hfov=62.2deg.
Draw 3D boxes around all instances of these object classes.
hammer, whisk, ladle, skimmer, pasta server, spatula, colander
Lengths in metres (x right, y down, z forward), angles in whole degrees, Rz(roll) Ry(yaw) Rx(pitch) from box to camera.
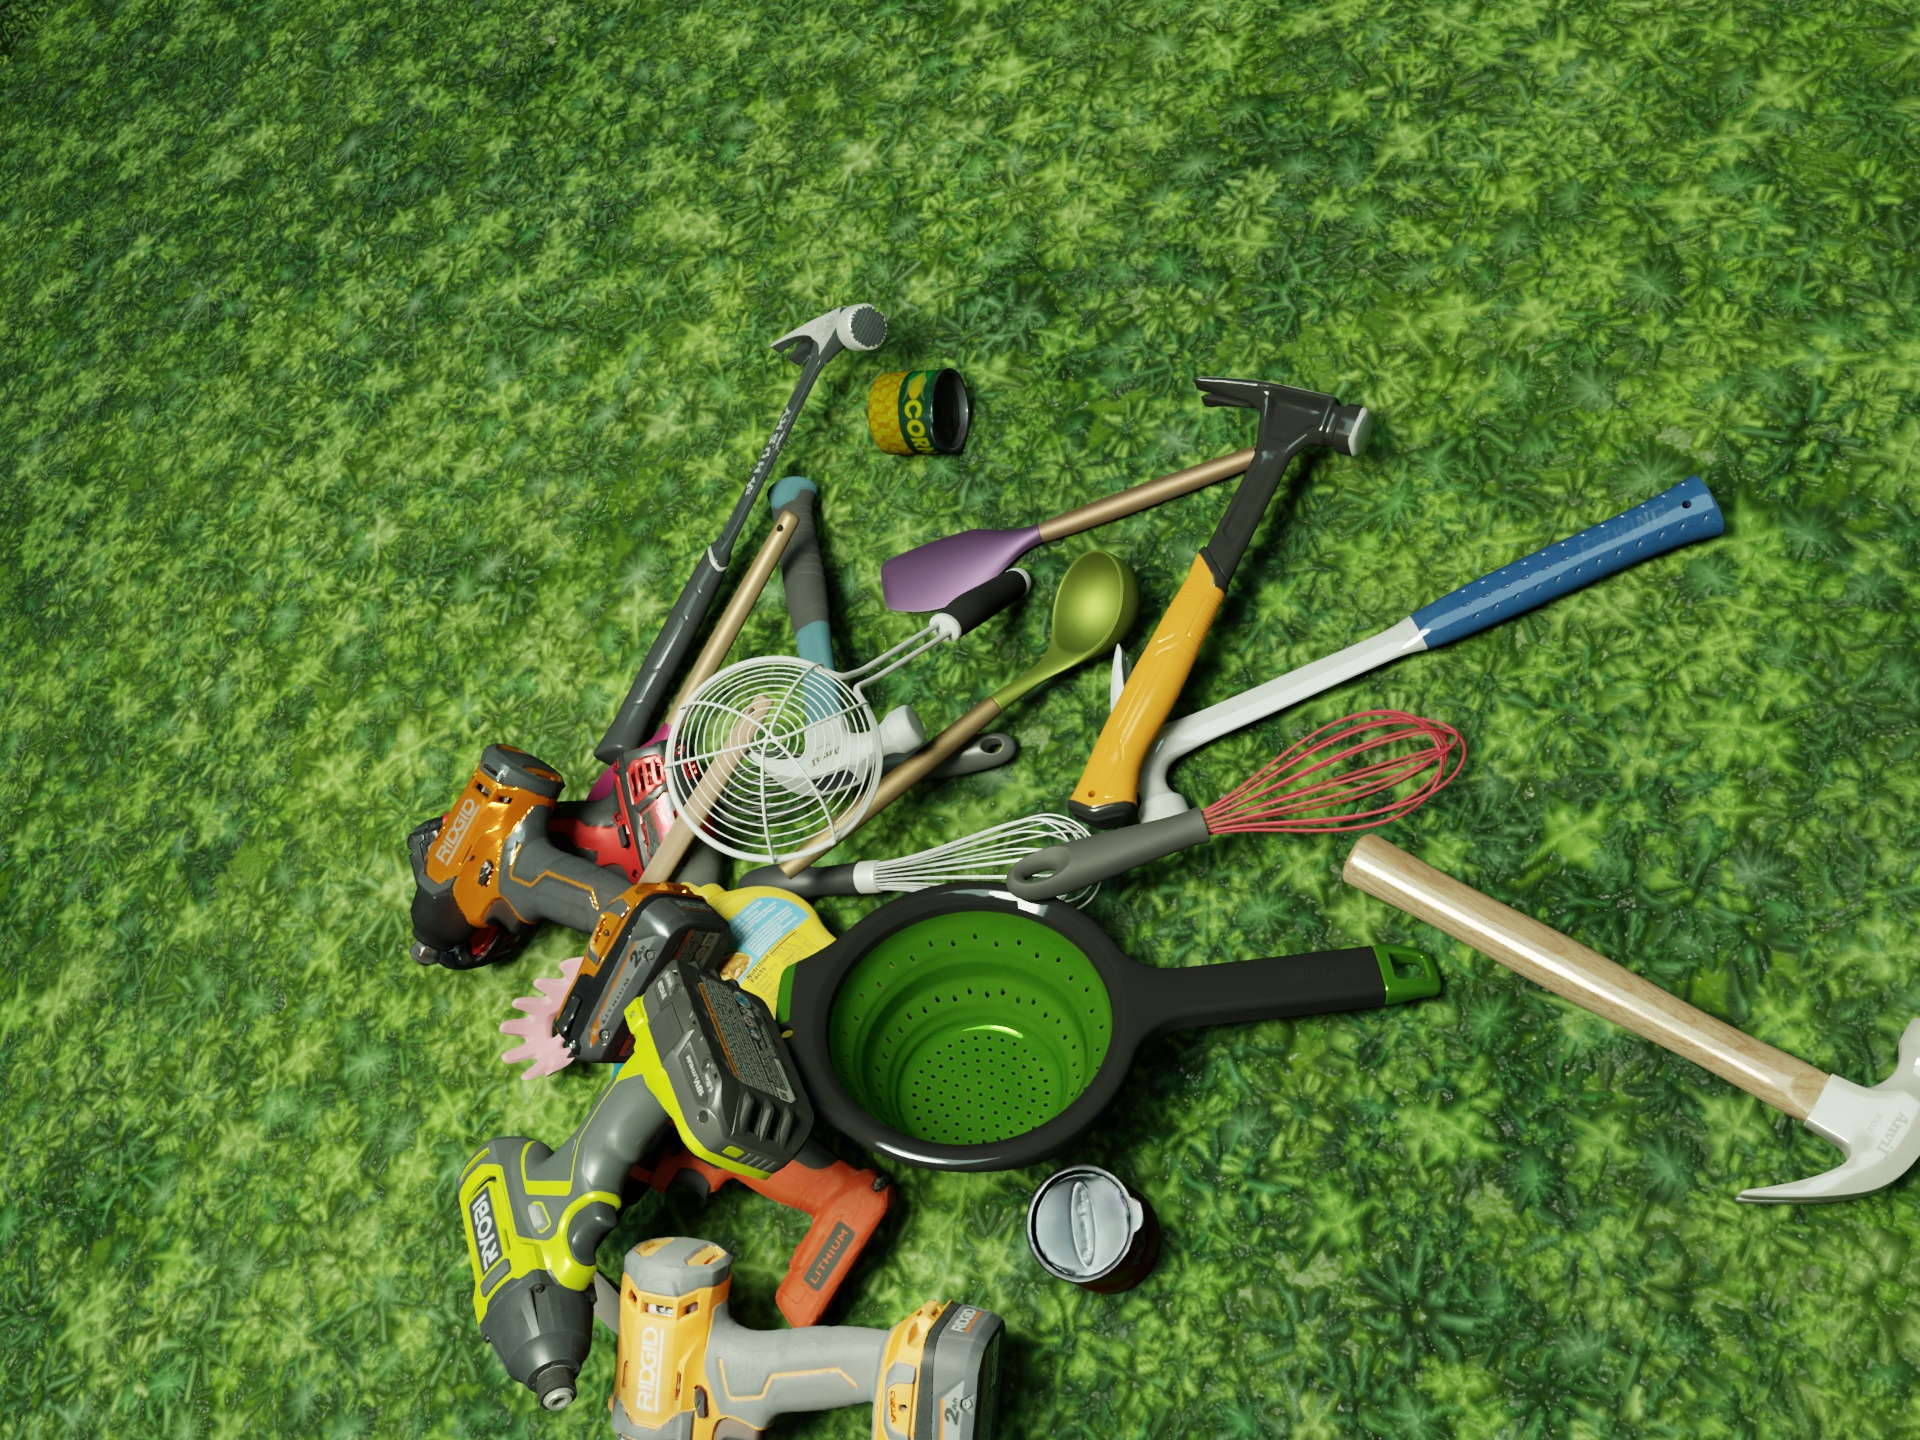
[{"bbox_3d":[0.152,-0.082,1.067,0.127,0.034,0.337,20,75,30],"label":"hammer"},{"bbox_3d":[-0.074,0.035,1.150,0.239,0.055,0.055,-9,62,15],"label":"whisk"},{"bbox_3d":[0.286,-0.058,1.037,0.405,0.035,0.144,-25,58,11],"label":"hammer"},{"bbox_3d":[-0.110,-0.075,1.185,0.128,0.033,0.331,-28,44,14],"label":"hammer"},{"bbox_3d":[0.365,0.154,0.896,0.331,0.031,0.130,29,79,33],"label":"hammer"},{"bbox_3d":[-0.002,-0.004,1.096,0.320,0.062,0.078,-39,33,-10],"label":"ladle"},{"bbox_3d":[0.170,0.058,0.988,0.296,0.073,0.073,-18,58,3],"label":"whisk"},{"bbox_3d":[-0.051,-0.023,1.046,0.127,0.363,0.090,39,122,9],"label":"skimmer"},{"bbox_3d":[-0.034,0.105,1.089,0.284,0.070,0.070,-7,62,26],"label":"whisk"},{"bbox_3d":[-0.221,0.115,1.109,0.060,0.040,0.316,36,98,24],"label":"pasta server"},{"bbox_3d":[0.084,-0.146,1.183,0.316,0.018,0.060,-19,63,16],"label":"spatula"},{"bbox_3d":[0.090,0.196,0.973,0.397,0.094,0.205,-6,44,1],"label":"colander"},{"bbox_3d":[-0.188,-0.148,1.270,0.149,0.036,0.409,16,78,60],"label":"hammer"}]

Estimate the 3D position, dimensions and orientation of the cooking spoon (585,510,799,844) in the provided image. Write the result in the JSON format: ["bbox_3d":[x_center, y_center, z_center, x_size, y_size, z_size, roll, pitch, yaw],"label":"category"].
[{"bbox_3d":[-0.204,-0.018,1.204,0.069,0.017,0.319,33,98,23],"label":"cooking spoon"}]

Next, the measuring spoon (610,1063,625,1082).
[{"bbox_3d":[-0.226,0.236,1.109,0.042,0.021,0.128,18,102,30],"label":"measuring spoon"}]

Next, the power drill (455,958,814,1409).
[{"bbox_3d":[-0.193,0.262,0.908,0.223,0.080,0.171,-47,41,11],"label":"power drill"}]

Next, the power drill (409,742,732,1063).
[{"bbox_3d":[-0.278,0.137,1.074,0.227,0.084,0.164,32,95,28],"label":"power drill"}]

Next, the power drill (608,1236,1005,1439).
[{"bbox_3d":[-0.097,0.410,0.917,0.226,0.084,0.185,5,90,14],"label":"power drill"}]

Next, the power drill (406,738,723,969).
[{"bbox_3d":[-0.282,0.108,1.173,0.219,0.078,0.143,-16,86,11],"label":"power drill"}]

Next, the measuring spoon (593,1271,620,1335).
[{"bbox_3d":[-0.219,0.396,1.050,0.124,0.018,0.034,26,79,39],"label":"measuring spoon"}]
